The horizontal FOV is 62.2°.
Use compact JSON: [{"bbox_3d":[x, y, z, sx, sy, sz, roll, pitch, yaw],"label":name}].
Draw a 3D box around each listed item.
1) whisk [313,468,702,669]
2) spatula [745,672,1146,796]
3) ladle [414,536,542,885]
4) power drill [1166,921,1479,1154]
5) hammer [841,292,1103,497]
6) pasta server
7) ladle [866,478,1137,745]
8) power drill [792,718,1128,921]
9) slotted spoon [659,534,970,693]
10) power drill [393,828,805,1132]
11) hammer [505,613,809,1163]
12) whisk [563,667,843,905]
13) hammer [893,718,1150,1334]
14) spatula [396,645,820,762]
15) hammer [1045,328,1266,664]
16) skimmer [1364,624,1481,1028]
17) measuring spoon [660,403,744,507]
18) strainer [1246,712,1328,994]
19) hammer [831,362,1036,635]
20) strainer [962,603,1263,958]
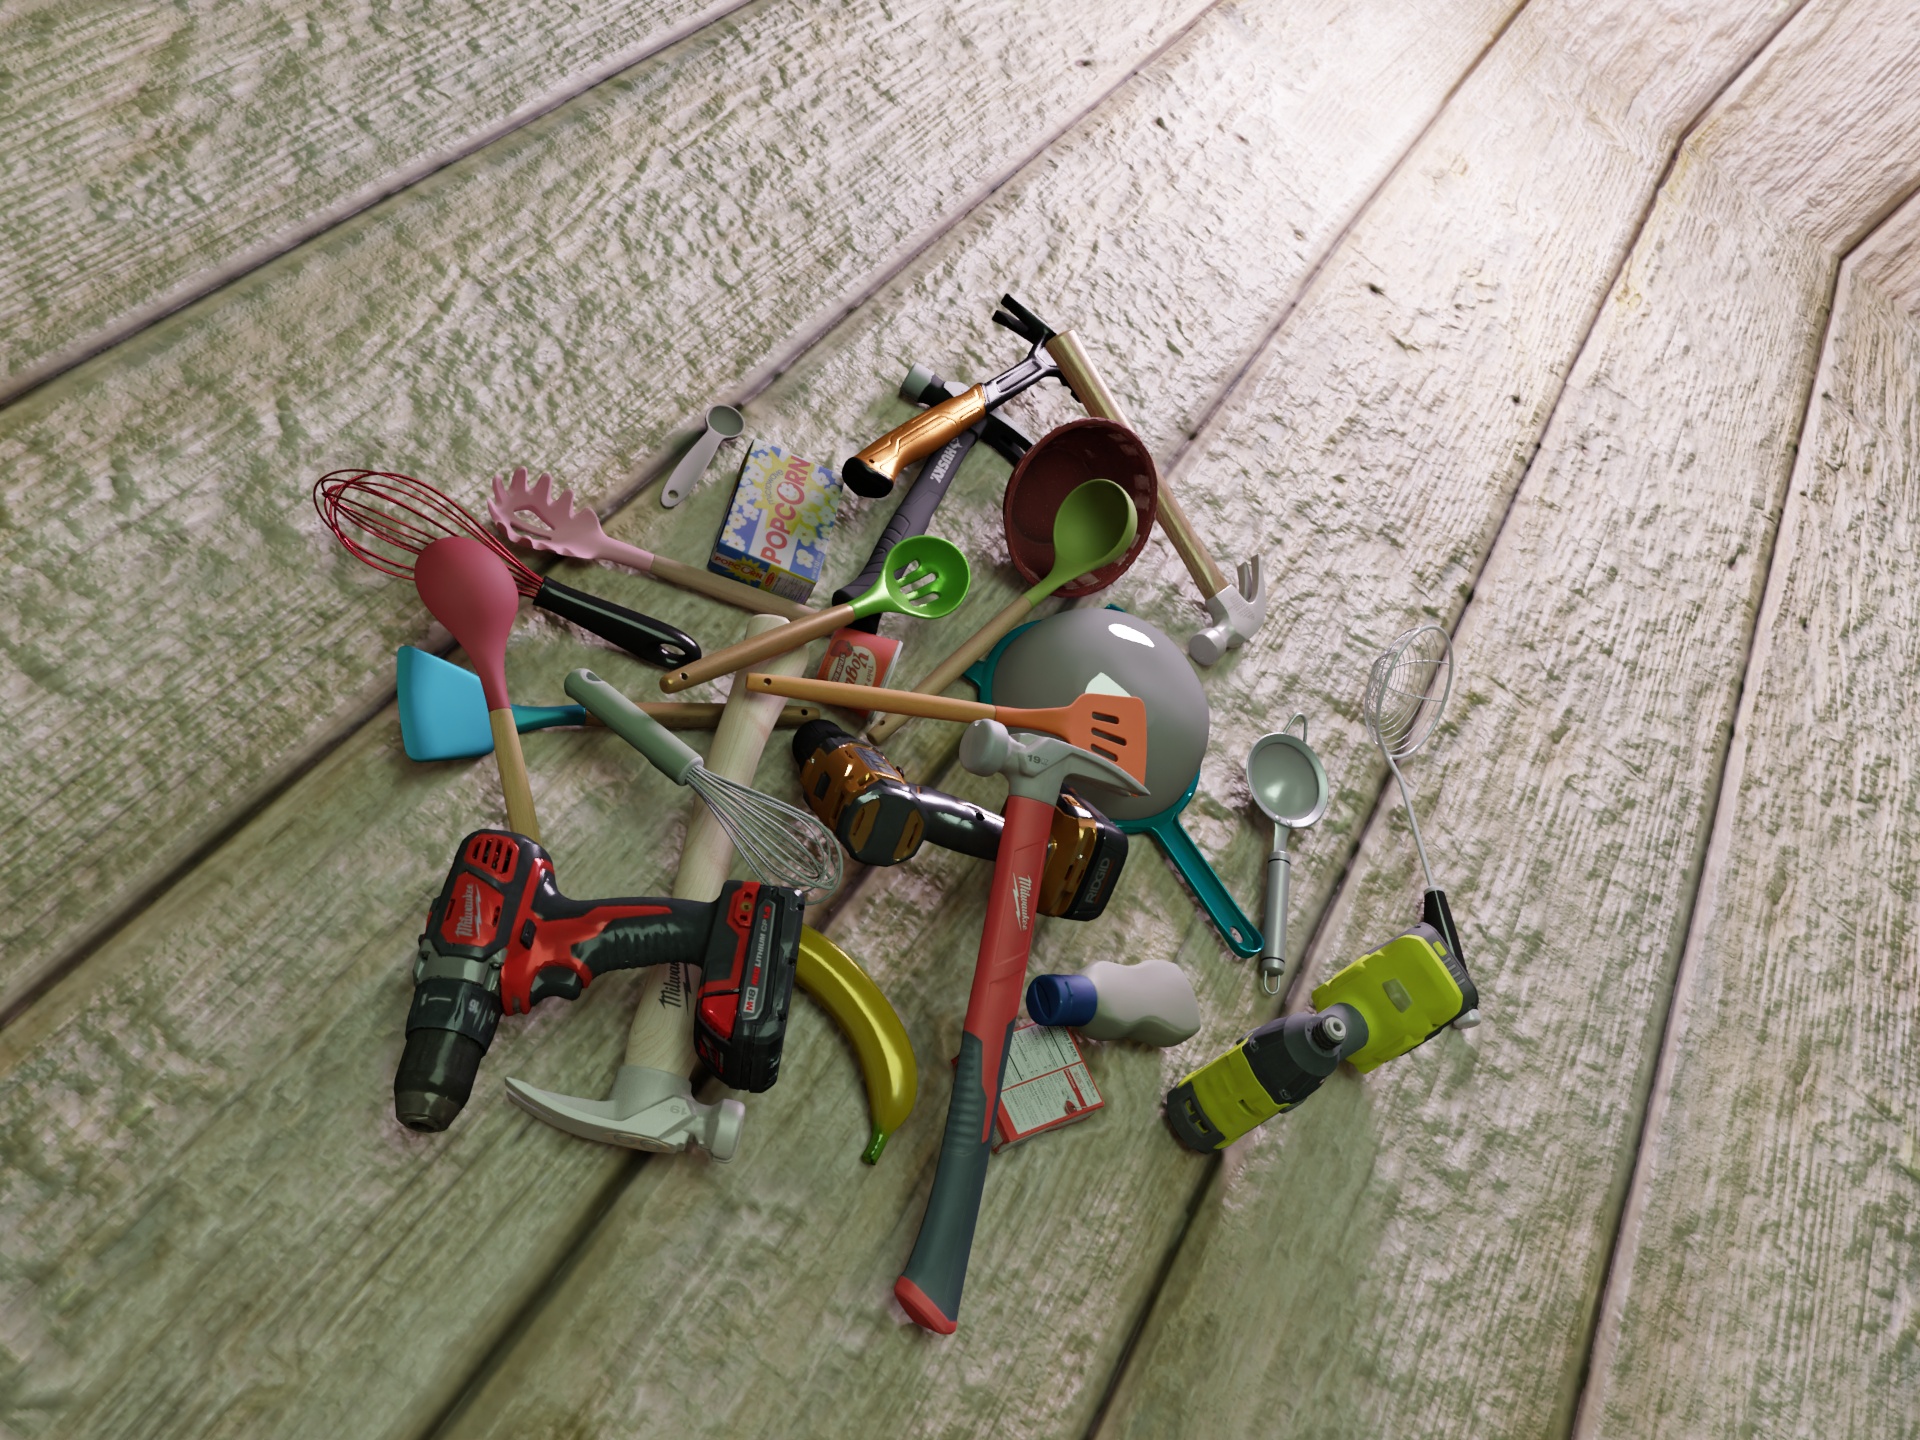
[{"bbox_3d":[-0.324,-0.103,1.155,0.295,0.073,0.073,25,50,-18],"label":"whisk"},{"bbox_3d":[-0.002,-0.004,1.188,0.322,0.041,0.081,8,72,-15],"label":"spatula"},{"bbox_3d":[-0.303,0.019,1.058,0.069,0.031,0.315,-7,77,-37],"label":"ladle"},{"bbox_3d":[0.275,0.232,1.172,0.223,0.171,0.080,-17,68,-39],"label":"power drill"},{"bbox_3d":[-0.001,-0.283,1.420,0.127,0.034,0.337,43,46,6],"label":"hammer"},{"bbox_3d":[-0.213,-0.116,1.237,0.316,0.040,0.060,19,60,-18],"label":"pasta server"},{"bbox_3d":[0.033,-0.090,1.292,0.078,0.062,0.320,21,53,41],"label":"ladle"},{"bbox_3d":[-0.012,0.064,1.165,0.226,0.084,0.185,16,12,-26],"label":"power drill"},{"bbox_3d":[-0.104,-0.075,1.192,0.314,0.031,0.070,-27,86,-45],"label":"slotted spoon"},{"bbox_3d":[-0.217,0.166,0.957,0.226,0.080,0.188,9,54,-3],"label":"power drill"},{"bbox_3d":[-0.182,0.090,1.086,0.146,0.038,0.411,14,54,-5],"label":"hammer"},{"bbox_3d":[-0.177,0.040,1.074,0.246,0.059,0.058,36,16,16],"label":"whisk"},{"bbox_3d":[0.032,0.202,1.050,0.143,0.038,0.386,19,75,-30],"label":"hammer"},{"bbox_3d":[-0.242,-0.006,1.140,0.317,0.044,0.082,0,69,-30],"label":"spatula"},{"bbox_3d":[0.180,-0.216,1.475,0.130,0.031,0.331,-33,92,-42],"label":"hammer"},{"bbox_3d":[0.431,0.088,1.407,0.127,0.090,0.364,33,42,-48],"label":"skimmer"},{"bbox_3d":[-0.218,-0.216,1.322,0.034,0.018,0.124,32,56,-7],"label":"measuring spoon"},{"bbox_3d":[0.266,0.111,1.336,0.086,0.050,0.259,23,56,-18],"label":"strainer"},{"bbox_3d":[-0.031,-0.182,1.371,0.146,0.035,0.335,30,46,-6],"label":"hammer"},{"bbox_3d":[0.161,0.032,1.296,0.211,0.095,0.341,-19,68,-37],"label":"strainer"}]
